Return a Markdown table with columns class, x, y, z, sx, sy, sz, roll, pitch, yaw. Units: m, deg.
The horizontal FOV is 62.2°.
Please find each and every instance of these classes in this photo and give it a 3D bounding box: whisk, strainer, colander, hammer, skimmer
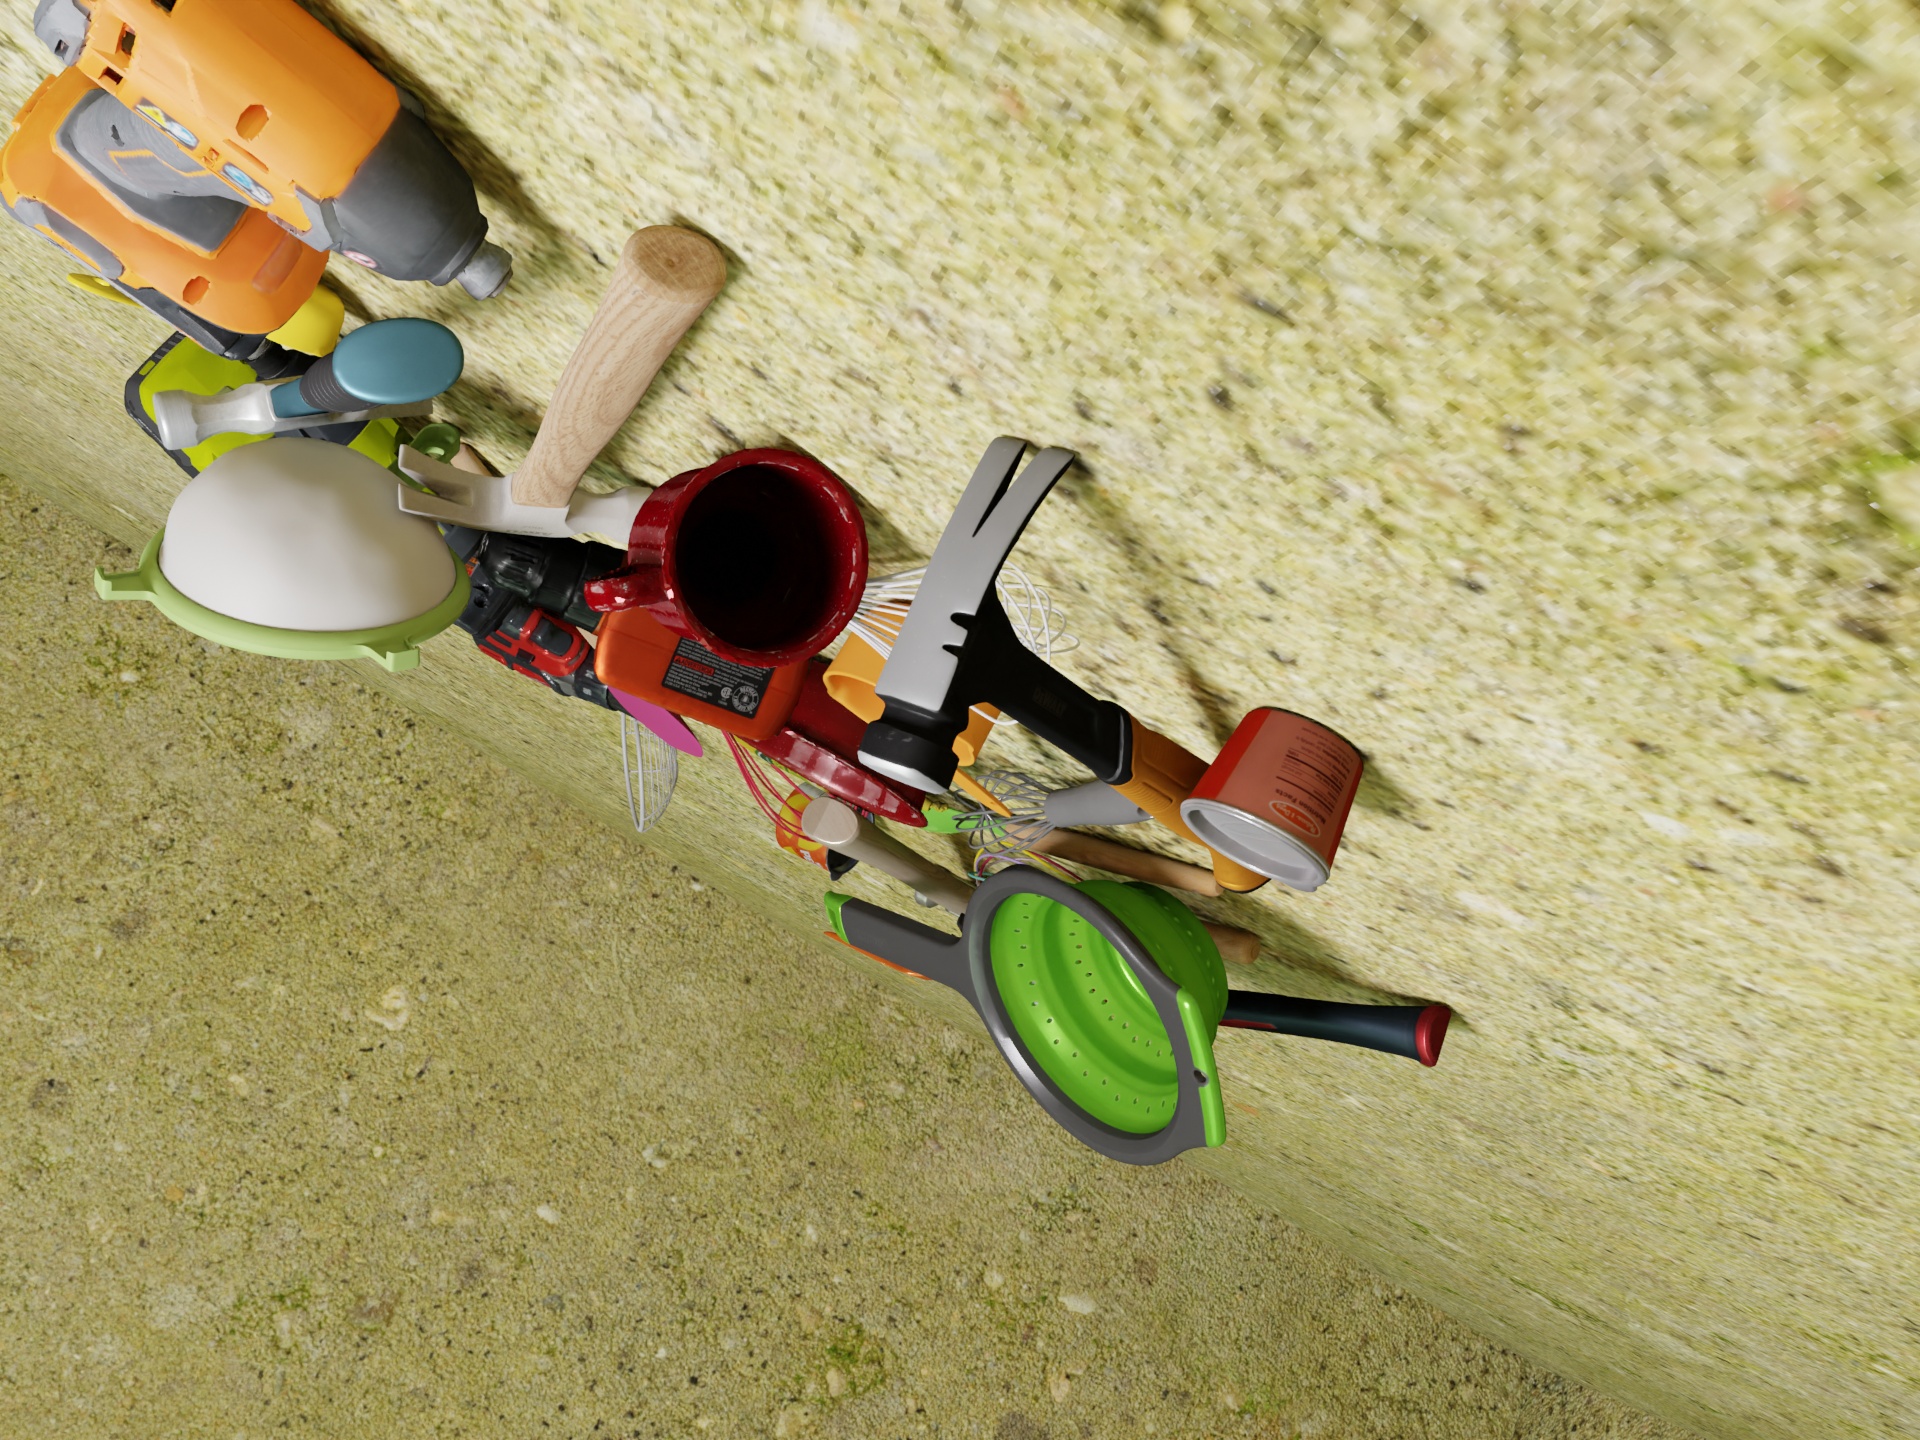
| class | x | y | z | sx | sy | sz | roll | pitch | yaw |
| --- | --- | --- | --- | --- | --- | --- | --- | --- | --- |
| whisk | -0.169 | -0.002 | 1.170 | 0.073 | 0.073 | 0.295 | 11 | 151 | 52 |
| strainer | -0.308 | -0.122 | 0.814 | 0.151 | 0.257 | 0.069 | 14 | 121 | -3 |
| whisk | -0.046 | -0.053 | 0.746 | 0.070 | 0.070 | 0.285 | 40 | 167 | -35 |
| colander | 0.050 | 0.157 | 1.072 | 0.397 | 0.094 | 0.204 | 13 | 123 | 50 |
| hammer | -0.280 | -0.149 | 0.710 | 0.331 | 0.128 | 0.033 | 14 | 116 | 59 |
| skimmer | -0.364 | -0.033 | 1.369 | 0.362 | 0.090 | 0.127 | 46 | -167 | -42 |
| hammer | -0.163 | -0.130 | 0.679 | 0.130 | 0.031 | 0.331 | 0 | 172 | -24 |
| whisk | 0.057 | 0.048 | 0.918 | 0.055 | 0.055 | 0.239 | 34 | 161 | -17 |
| whisk | 0.101 | 0.129 | 1.122 | 0.245 | 0.047 | 0.051 | 12 | 170 | 40 |
| hammer | -0.021 | 0.126 | 1.247 | 0.146 | 0.038 | 0.410 | 23 | 172 | 20 |
| hammer | 0.155 | 0.188 | 1.093 | 0.143 | 0.038 | 0.386 | 40 | 154 | -31 |
| hammer | 0.075 | 0.009 | 0.672 | 0.034 | 0.127 | 0.336 | 18 | 172 | 34 |

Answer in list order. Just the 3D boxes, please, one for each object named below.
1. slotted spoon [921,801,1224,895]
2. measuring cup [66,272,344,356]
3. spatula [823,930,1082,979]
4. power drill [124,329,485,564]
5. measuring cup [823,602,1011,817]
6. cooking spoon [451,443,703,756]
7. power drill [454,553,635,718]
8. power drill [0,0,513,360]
| class | x | y | z | sx | sy | sz | roll | pitch | yaw |
| --- | --- | --- | --- | --- | --- | --- | --- | --- | --- |
| slotted spoon | 0.051 | 0.078 | 1.065 | 0.314 | 0.031 | 0.070 | 12 | 162 | 48 |
| measuring cup | -0.350 | -0.203 | 0.747 | 0.062 | 0.029 | 0.156 | 33 | -167 | 10 |
| spatula | 0.030 | 0.185 | 1.289 | 0.322 | 0.041 | 0.081 | -11 | 156 | 35 |
| power drill | -0.413 | -0.176 | 0.984 | 0.223 | 0.080 | 0.171 | 17 | 154 | 39 |
| measuring cup | -0.001 | -0.003 | 0.836 | 0.095 | 0.052 | 0.173 | 20 | 165 | 35 |
| cooking spoon | -0.252 | -0.069 | 1.070 | 0.069 | 0.017 | 0.318 | 19 | 154 | 32 |
| power drill | -0.312 | -0.071 | 1.169 | 0.188 | 0.080 | 0.226 | 25 | 168 | 19 |
| power drill | -0.274 | -0.206 | 0.612 | 0.164 | 0.084 | 0.226 | 37 | 161 | -32 |
